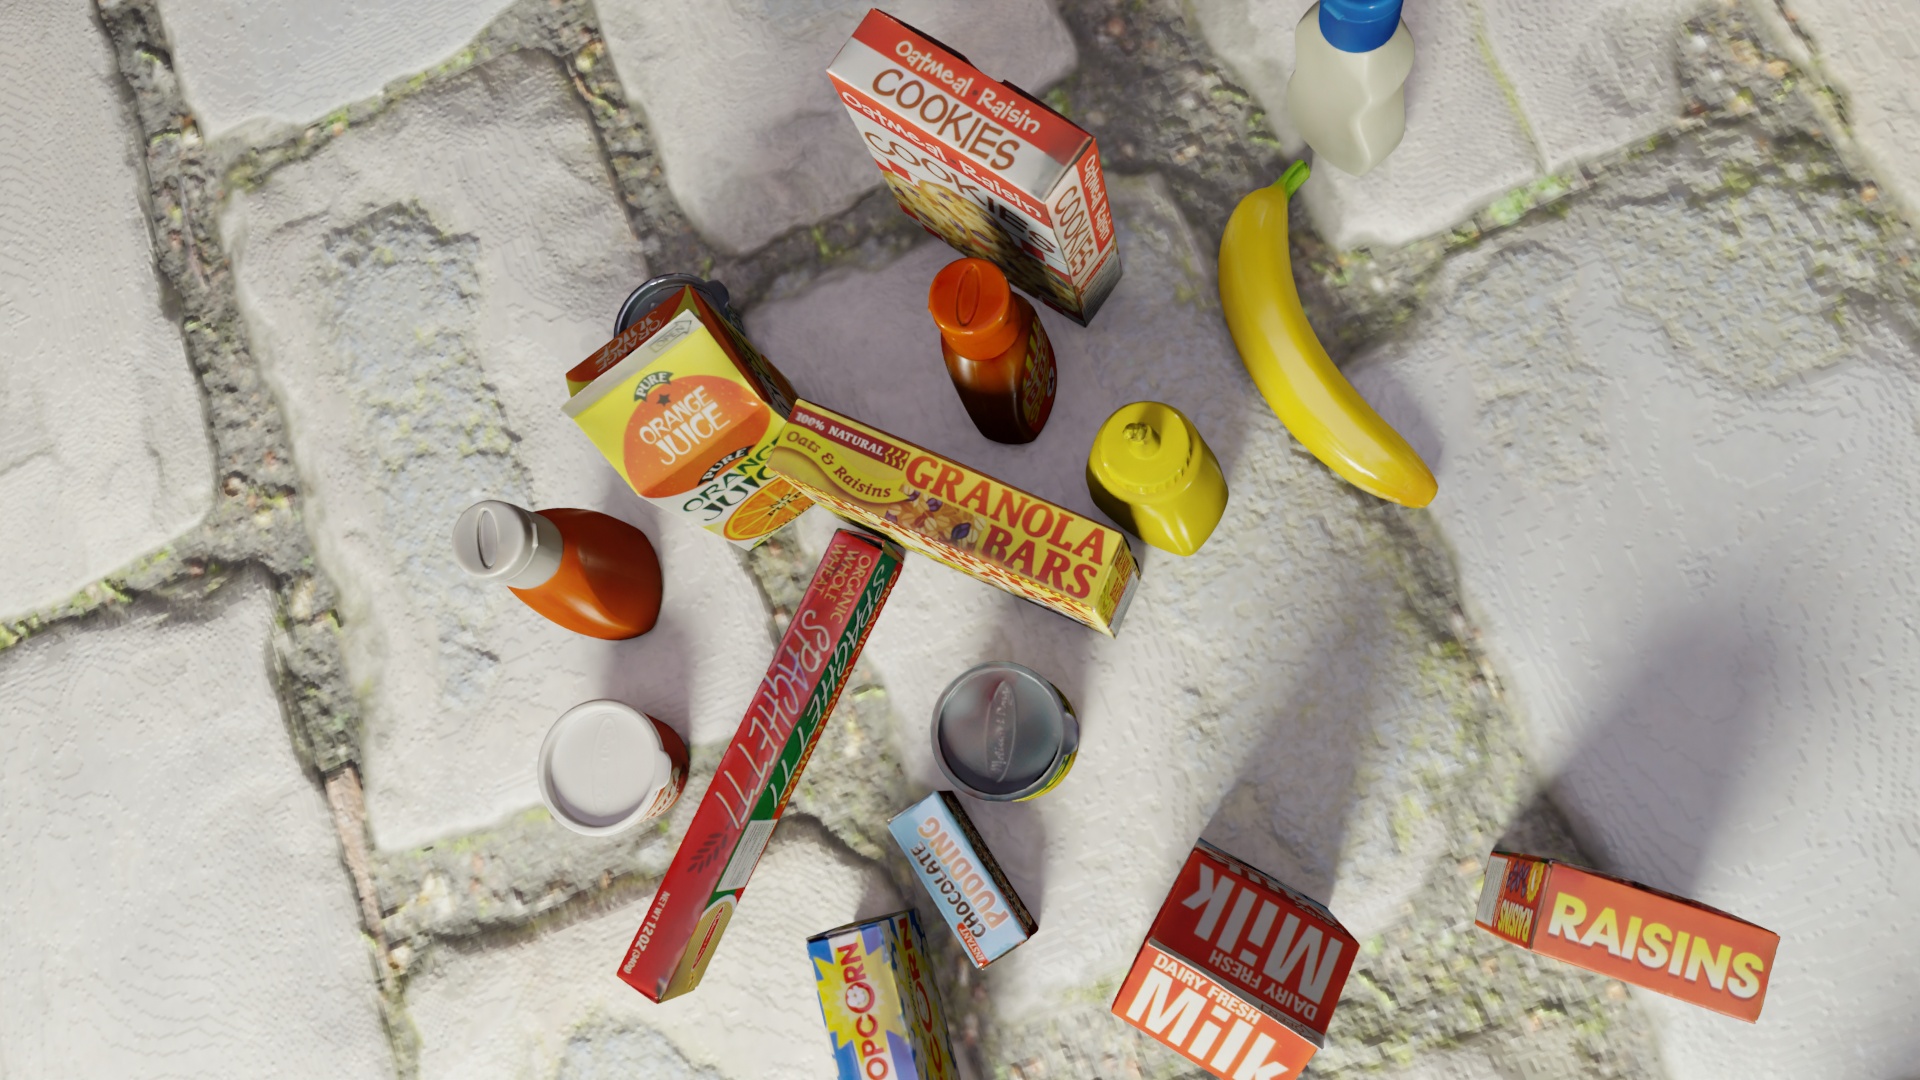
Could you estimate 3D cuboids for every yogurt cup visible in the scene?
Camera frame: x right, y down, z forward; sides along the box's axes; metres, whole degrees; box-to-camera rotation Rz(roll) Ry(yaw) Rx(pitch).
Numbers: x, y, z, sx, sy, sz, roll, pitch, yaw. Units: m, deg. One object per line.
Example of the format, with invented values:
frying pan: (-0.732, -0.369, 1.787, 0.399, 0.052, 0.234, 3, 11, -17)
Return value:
yogurt cup: (-0.175, 0.117, 0.717, 0.072, 0.054, 0.072, -2, 79, 10)

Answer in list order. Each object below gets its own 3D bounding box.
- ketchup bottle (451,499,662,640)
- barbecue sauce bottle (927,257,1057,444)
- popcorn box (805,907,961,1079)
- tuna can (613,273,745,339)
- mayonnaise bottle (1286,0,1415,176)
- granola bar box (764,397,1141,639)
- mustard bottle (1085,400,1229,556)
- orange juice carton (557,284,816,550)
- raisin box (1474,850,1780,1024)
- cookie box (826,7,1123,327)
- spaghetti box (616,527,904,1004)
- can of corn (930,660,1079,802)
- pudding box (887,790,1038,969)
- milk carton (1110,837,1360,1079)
ketchup bottle: (-0.197, 0.011, 0.692, 0.043, 0.148, 0.065, -11, 78, 9)
barbecue sauce bottle: (0.016, -0.093, 0.672, 0.044, 0.148, 0.065, 8, 81, 12)
popcorn box: (-0.030, 0.241, 0.649, 0.038, 0.085, 0.127, -17, 77, 7)
tuna can: (-0.152, -0.113, 0.768, 0.071, 0.033, 0.071, -2, 79, 10)
mayonnaise bottle: (0.189, -0.232, 0.667, 0.041, 0.148, 0.065, -41, 75, 1)
granola bar box: (0.002, -0.008, 0.671, 0.166, 0.124, 0.039, 23, 85, 14)
mustard bottle: (0.089, -0.032, 0.641, 0.065, 0.160, 0.049, 31, 87, 15)
orange juice carton: (-0.122, -0.058, 0.669, 0.072, 0.192, 0.073, -35, 75, 3)
raisin box: (0.275, 0.163, 0.586, 0.086, 0.123, 0.040, 17, 83, 13)
cookie box: (0.014, -0.176, 0.679, 0.123, 0.167, 0.040, 35, 88, 15)
spaghetti box: (-0.098, 0.111, 0.705, 0.029, 0.050, 0.250, 25, 85, 14)
can of corn: (0.026, 0.095, 0.681, 0.071, 0.058, 0.071, -2, 79, 10)
pudding box: (0.002, 0.164, 0.676, 0.030, 0.049, 0.084, -35, 75, 3)
milk carton: (0.113, 0.176, 0.580, 0.072, 0.190, 0.073, 28, 86, 14)
